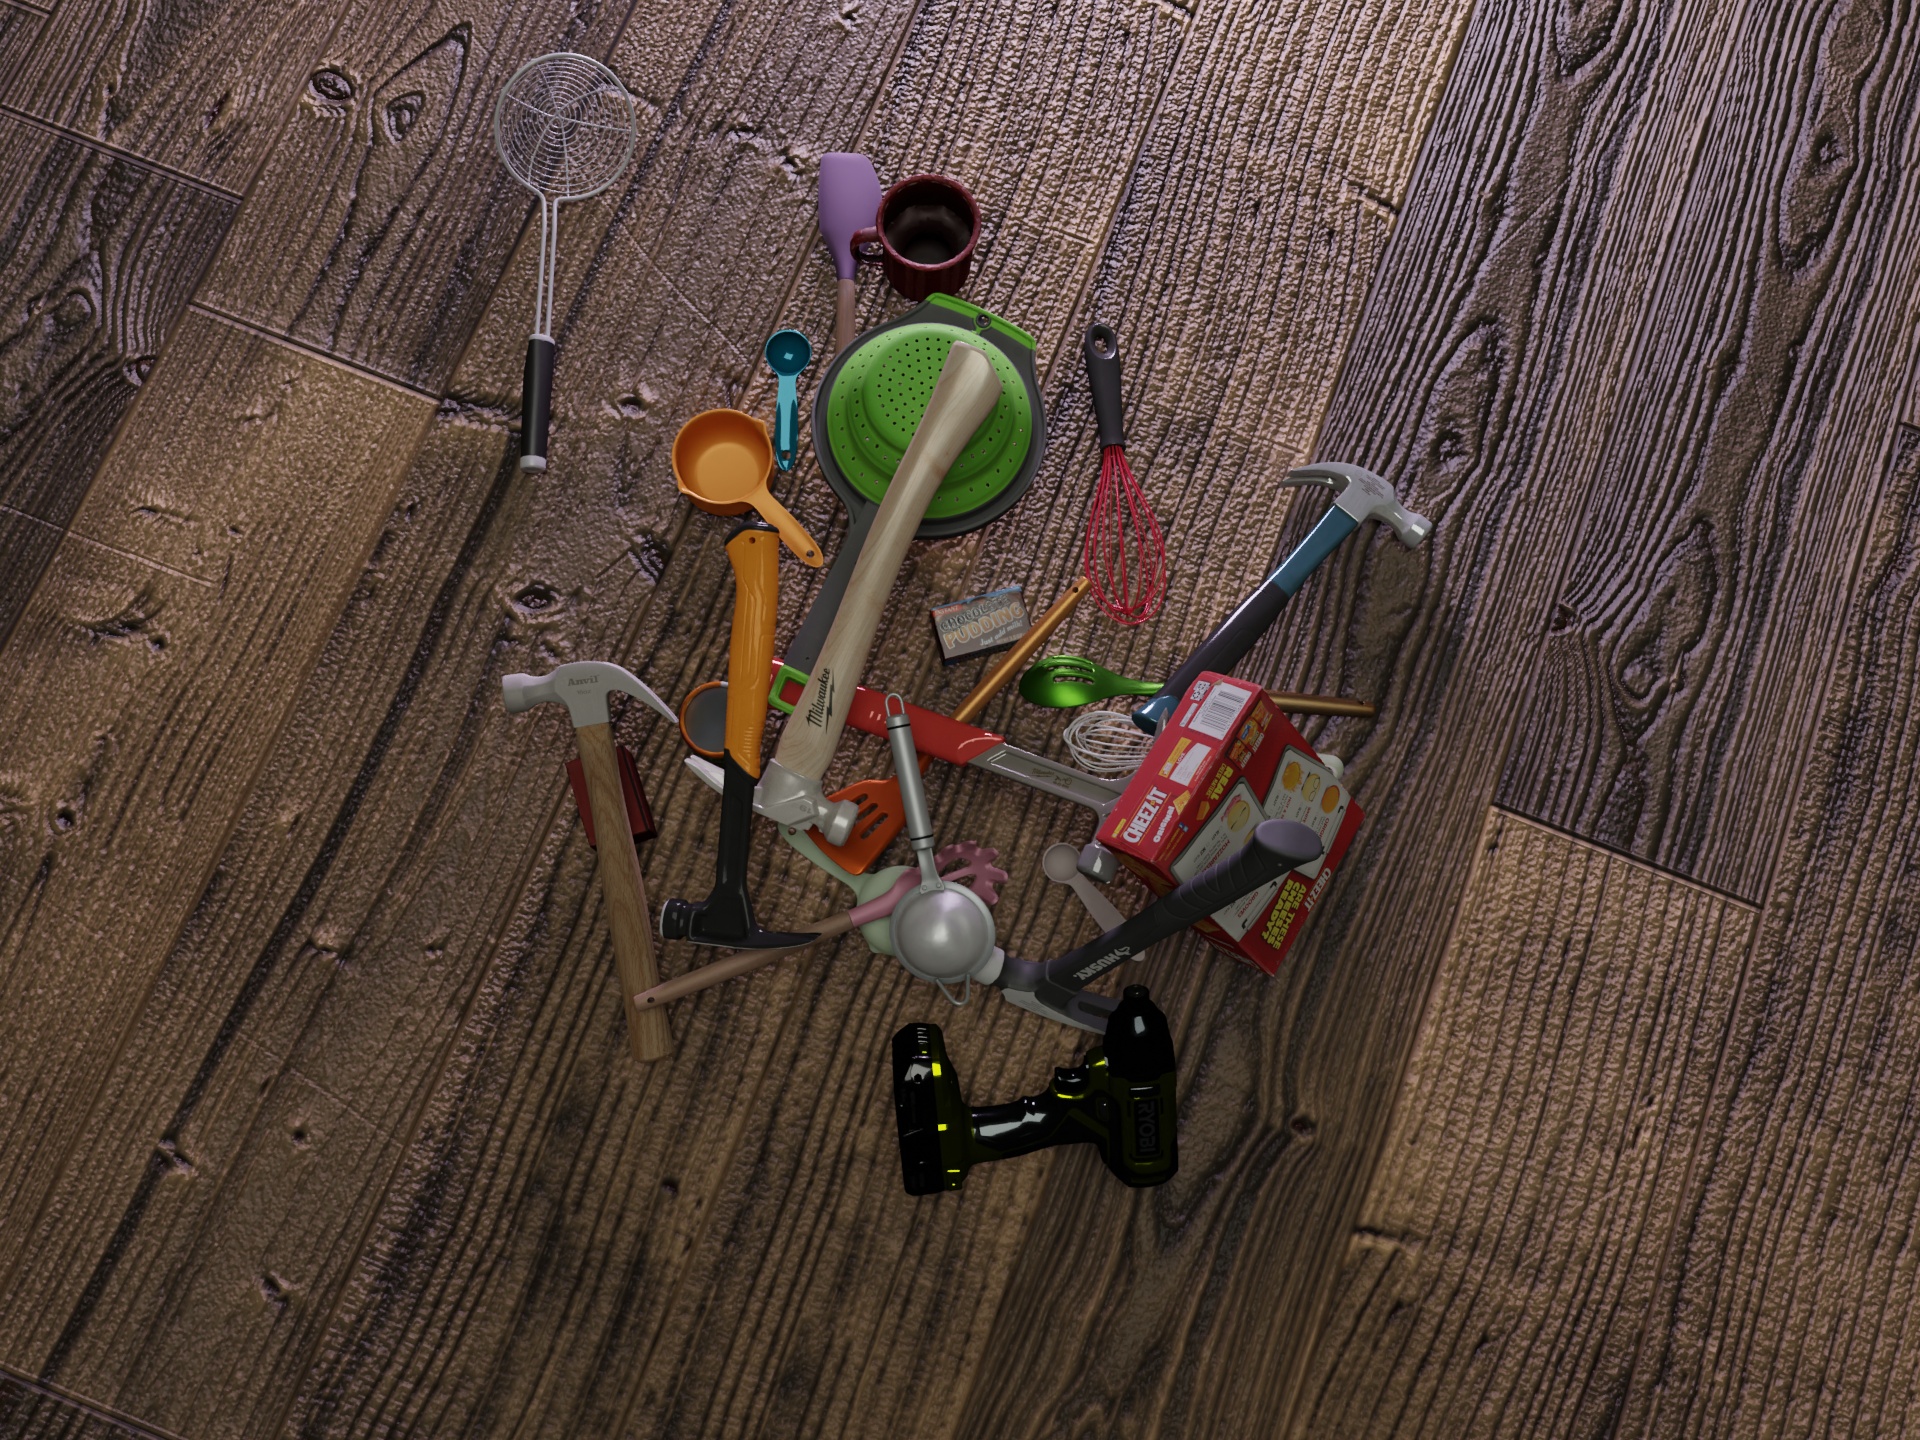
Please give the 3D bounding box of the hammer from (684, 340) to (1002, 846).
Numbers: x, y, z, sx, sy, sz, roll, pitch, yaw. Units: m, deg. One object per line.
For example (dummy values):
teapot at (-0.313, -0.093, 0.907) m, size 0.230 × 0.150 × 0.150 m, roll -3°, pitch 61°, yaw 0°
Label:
hammer at (-0.081, -0.111, 1.277) m, size 0.146 × 0.038 × 0.410 m, roll 24°, pitch 97°, yaw -1°

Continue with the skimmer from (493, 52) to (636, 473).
skimmer at (-0.359, -0.404, 1.413) m, size 0.127 × 0.090 × 0.363 m, roll 7°, pitch 79°, yaw -33°

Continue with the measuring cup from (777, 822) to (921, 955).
measuring cup at (-0.086, 0.133, 1.338) m, size 0.167 × 0.038 × 0.083 m, roll 36°, pitch 80°, yaw 3°

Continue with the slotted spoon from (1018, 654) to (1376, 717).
slotted spoon at (0.208, -0.024, 1.381) m, size 0.313 × 0.031 × 0.070 m, roll 5°, pitch 37°, yaw -5°

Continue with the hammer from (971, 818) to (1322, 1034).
hammer at (0.151, 0.158, 1.211) m, size 0.146 × 0.334 × 0.035 m, roll 29°, pitch 49°, yaw -19°

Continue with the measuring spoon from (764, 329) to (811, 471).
measuring spoon at (-0.156, -0.287, 1.437) m, size 0.042 × 0.021 × 0.128 m, roll 1°, pitch 87°, yaw -2°

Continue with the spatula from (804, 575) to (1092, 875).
spatula at (-0.002, -0.004, 1.354) m, size 0.081 × 0.041 × 0.322 m, roll 42°, pitch 89°, yaw 23°

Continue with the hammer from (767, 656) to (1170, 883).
hammer at (-0.011, 0.006, 1.322) m, size 0.359 × 0.036 × 0.149 m, roll 20°, pitch 77°, yaw 17°

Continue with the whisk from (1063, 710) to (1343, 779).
whisk at (0.210, 0.028, 1.370) m, size 0.246 × 0.059 × 0.057 m, roll 7°, pitch 116°, yaw -4°

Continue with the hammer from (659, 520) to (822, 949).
hammer at (-0.163, 0.013, 1.255) m, size 0.127 × 0.034 × 0.337 m, roll 5°, pitch 93°, yaw 8°

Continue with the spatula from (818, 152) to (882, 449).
spatula at (-0.103, -0.376, 1.453) m, size 0.059 × 0.018 × 0.316 m, roll 1°, pitch 78°, yaw -5°

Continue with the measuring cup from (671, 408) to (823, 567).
measuring cup at (-0.179, -0.193, 1.397) m, size 0.095 × 0.052 × 0.173 m, roll -41°, pitch 85°, yaw -9°

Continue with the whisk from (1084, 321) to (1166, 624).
whisk at (0.137, -0.223, 1.412) m, size 0.073 × 0.073 × 0.296 m, roll -3°, pitch 72°, yaw -3°

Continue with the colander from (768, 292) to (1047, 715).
colander at (-0.061, -0.189, 1.320) m, size 0.204 × 0.094 × 0.397 m, roll 25°, pitch 80°, yaw 3°

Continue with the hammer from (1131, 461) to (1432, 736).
hammer at (0.267, -0.102, 1.379) m, size 0.128 × 0.033 × 0.331 m, roll 41°, pitch 71°, yaw 8°

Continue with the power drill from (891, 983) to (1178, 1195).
power drill at (0.060, 0.295, 1.264) m, size 0.223 × 0.080 × 0.171 m, roll -6°, pitch 112°, yaw -2°

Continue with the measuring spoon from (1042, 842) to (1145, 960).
measuring spoon at (0.114, 0.156, 1.356) m, size 0.034 × 0.018 × 0.124 m, roll -39°, pitch 89°, yaw -9°

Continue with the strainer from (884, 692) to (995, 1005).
strainer at (-0.030, 0.105, 1.262) m, size 0.087 × 0.050 × 0.258 m, roll -12°, pitch 90°, yaw 12°

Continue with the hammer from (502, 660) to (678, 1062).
hammer at (-0.275, 0.115, 1.291) m, size 0.130 × 0.031 × 0.331 m, roll -10°, pitch 97°, yaw -5°

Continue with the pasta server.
pasta server at (-0.114, 0.172, 1.289) m, size 0.316 × 0.040 × 0.060 m, roll -21°, pitch 94°, yaw -6°
